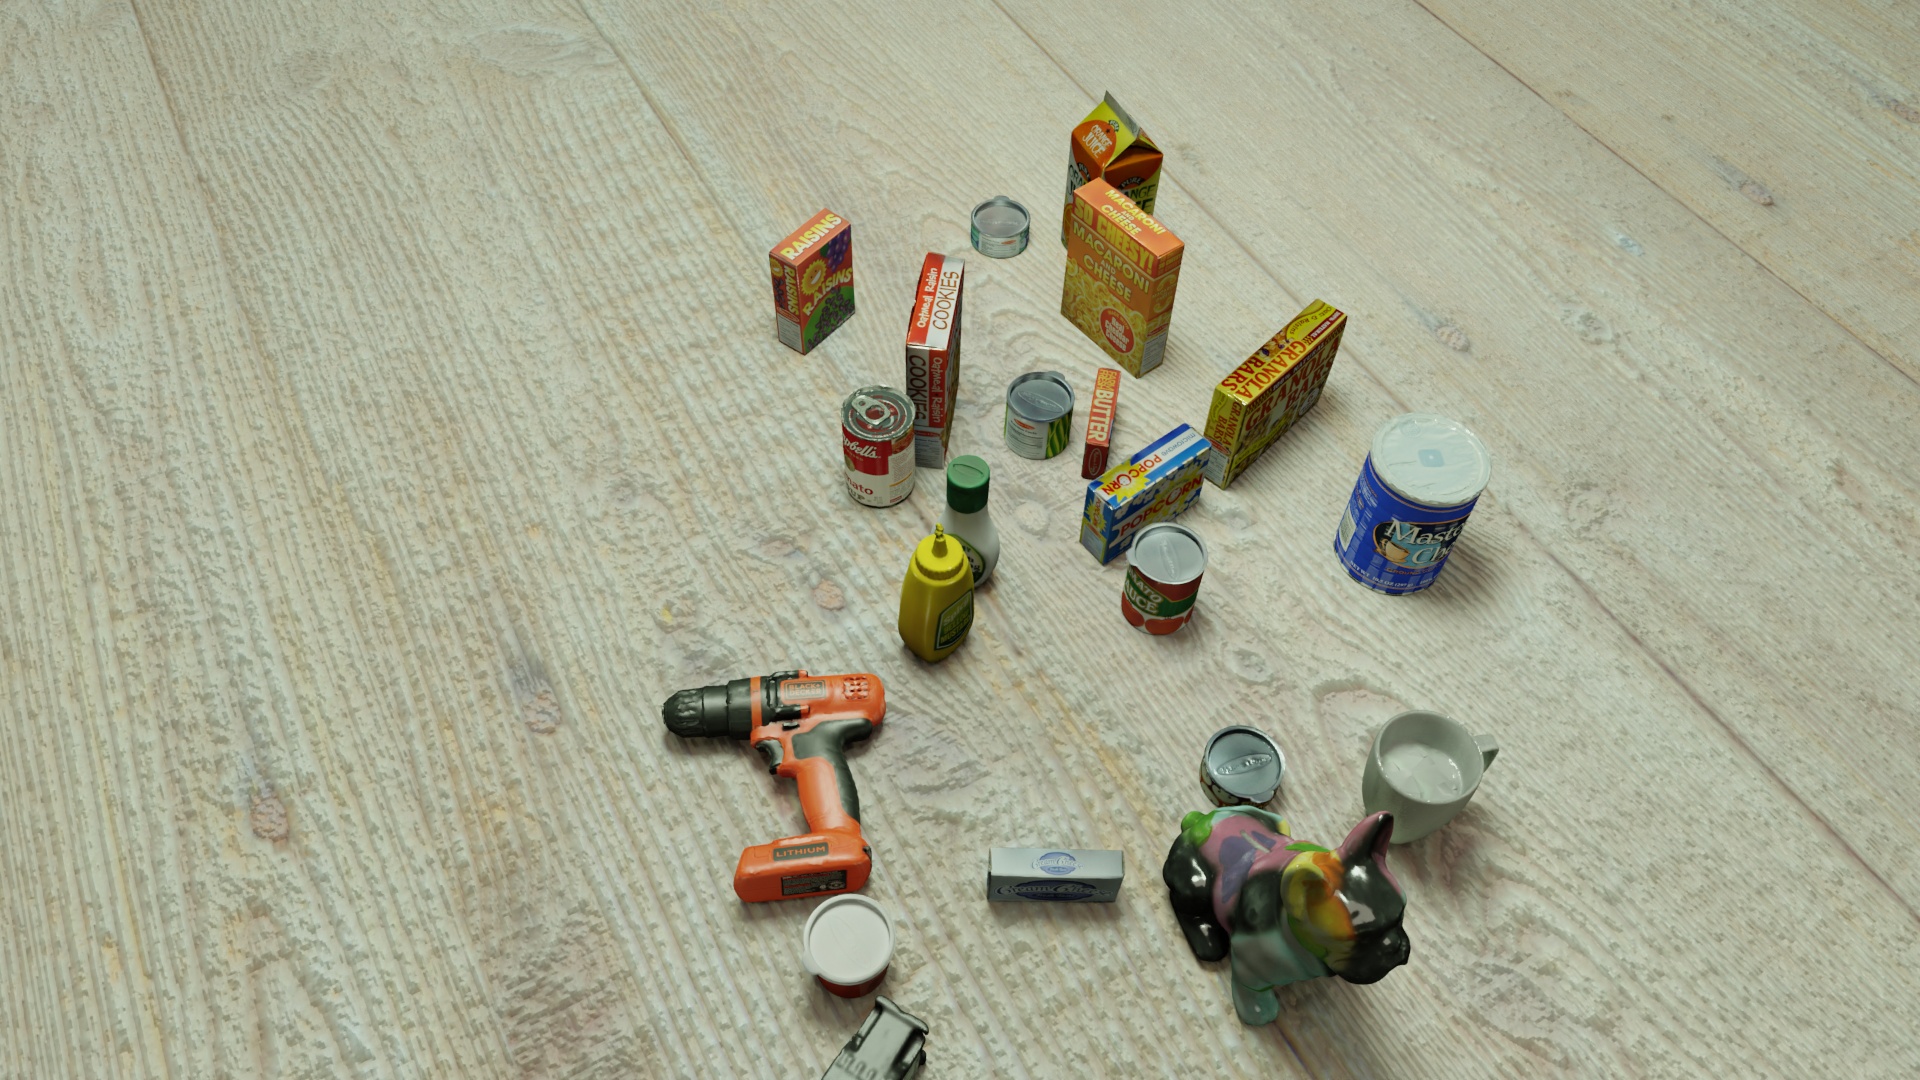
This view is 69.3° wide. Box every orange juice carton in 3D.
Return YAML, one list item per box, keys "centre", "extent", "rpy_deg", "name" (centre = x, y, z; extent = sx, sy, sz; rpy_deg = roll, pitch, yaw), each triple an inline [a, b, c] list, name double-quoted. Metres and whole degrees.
- centre: [0.160, -0.377, 1.468]
  extent: [0.073, 0.191, 0.072]
  rpy_deg: [-19, 56, -15]
  name: "orange juice carton"

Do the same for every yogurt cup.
- centre: [-0.081, 0.304, 1.029]
  extent: [0.072, 0.053, 0.073]
  rpy_deg: [1, 53, -1]
  name: "yogurt cup"

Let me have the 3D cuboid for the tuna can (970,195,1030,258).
- centre: [0.044, -0.348, 1.541]
  extent: [0.071, 0.032, 0.071]
  rpy_deg: [1, 53, -1]
  name: "tuna can"

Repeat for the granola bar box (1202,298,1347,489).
- centre: [0.299, -0.140, 1.336]
  extent: [0.039, 0.123, 0.166]
  rpy_deg: [37, 60, 23]
  name: "granola bar box"

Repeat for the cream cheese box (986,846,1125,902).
- centre: [0.072, 0.258, 1.070]
  extent: [0.104, 0.053, 0.024]
  rpy_deg: [2, 53, -1]
  name: "cream cheese box"

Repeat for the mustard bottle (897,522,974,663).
- centre: [-0.019, 0.040, 1.166]
  extent: [0.049, 0.159, 0.065]
  rpy_deg: [38, 61, 23]
  name: "mustard bottle"

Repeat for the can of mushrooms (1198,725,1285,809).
- centre: [0.231, 0.190, 1.139]
  extent: [0.071, 0.033, 0.071]
  rpy_deg: [1, 53, -1]
  name: "can of mushrooms"

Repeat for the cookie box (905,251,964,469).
- centre: [-0.025, -0.169, 1.319]
  extent: [0.040, 0.166, 0.123]
  rpy_deg: [7, 53, 3]
  name: "cookie box"

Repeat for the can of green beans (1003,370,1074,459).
- centre: [0.076, -0.121, 1.355]
  extent: [0.071, 0.057, 0.071]
  rpy_deg: [1, 53, -1]
  name: "can of green beans"

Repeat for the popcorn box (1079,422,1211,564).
- centre: [0.171, -0.043, 1.282]
  extent: [0.127, 0.084, 0.038]
  rpy_deg: [-32, 60, -23]
  name: "popcorn box"

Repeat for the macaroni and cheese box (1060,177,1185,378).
- centre: [0.160, -0.263, 1.398]
  extent: [0.040, 0.165, 0.124]
  rpy_deg: [-32, 60, -23]
  name: "macaroni and cheese box"

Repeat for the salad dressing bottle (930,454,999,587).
- centre: [0.004, -0.015, 1.216]
  extent: [0.064, 0.146, 0.044]
  rpy_deg: [21, 55, 13]
  name: "salad dressing bottle"

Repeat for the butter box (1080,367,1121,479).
- centre: [0.137, -0.114, 1.355]
  extent: [0.024, 0.052, 0.104]
  rpy_deg: [9, 53, 5]
  name: "butter box"

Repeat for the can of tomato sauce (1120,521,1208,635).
- centre: [0.177, 0.035, 1.224]
  extent: [0.071, 0.082, 0.071]
  rpy_deg: [1, 53, -1]
  name: "can of tomato sauce"

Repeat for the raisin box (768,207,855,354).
- centre: [-0.149, -0.263, 1.413]
  extent: [0.040, 0.122, 0.086]
  rpy_deg: [32, 58, 21]
  name: "raisin box"
